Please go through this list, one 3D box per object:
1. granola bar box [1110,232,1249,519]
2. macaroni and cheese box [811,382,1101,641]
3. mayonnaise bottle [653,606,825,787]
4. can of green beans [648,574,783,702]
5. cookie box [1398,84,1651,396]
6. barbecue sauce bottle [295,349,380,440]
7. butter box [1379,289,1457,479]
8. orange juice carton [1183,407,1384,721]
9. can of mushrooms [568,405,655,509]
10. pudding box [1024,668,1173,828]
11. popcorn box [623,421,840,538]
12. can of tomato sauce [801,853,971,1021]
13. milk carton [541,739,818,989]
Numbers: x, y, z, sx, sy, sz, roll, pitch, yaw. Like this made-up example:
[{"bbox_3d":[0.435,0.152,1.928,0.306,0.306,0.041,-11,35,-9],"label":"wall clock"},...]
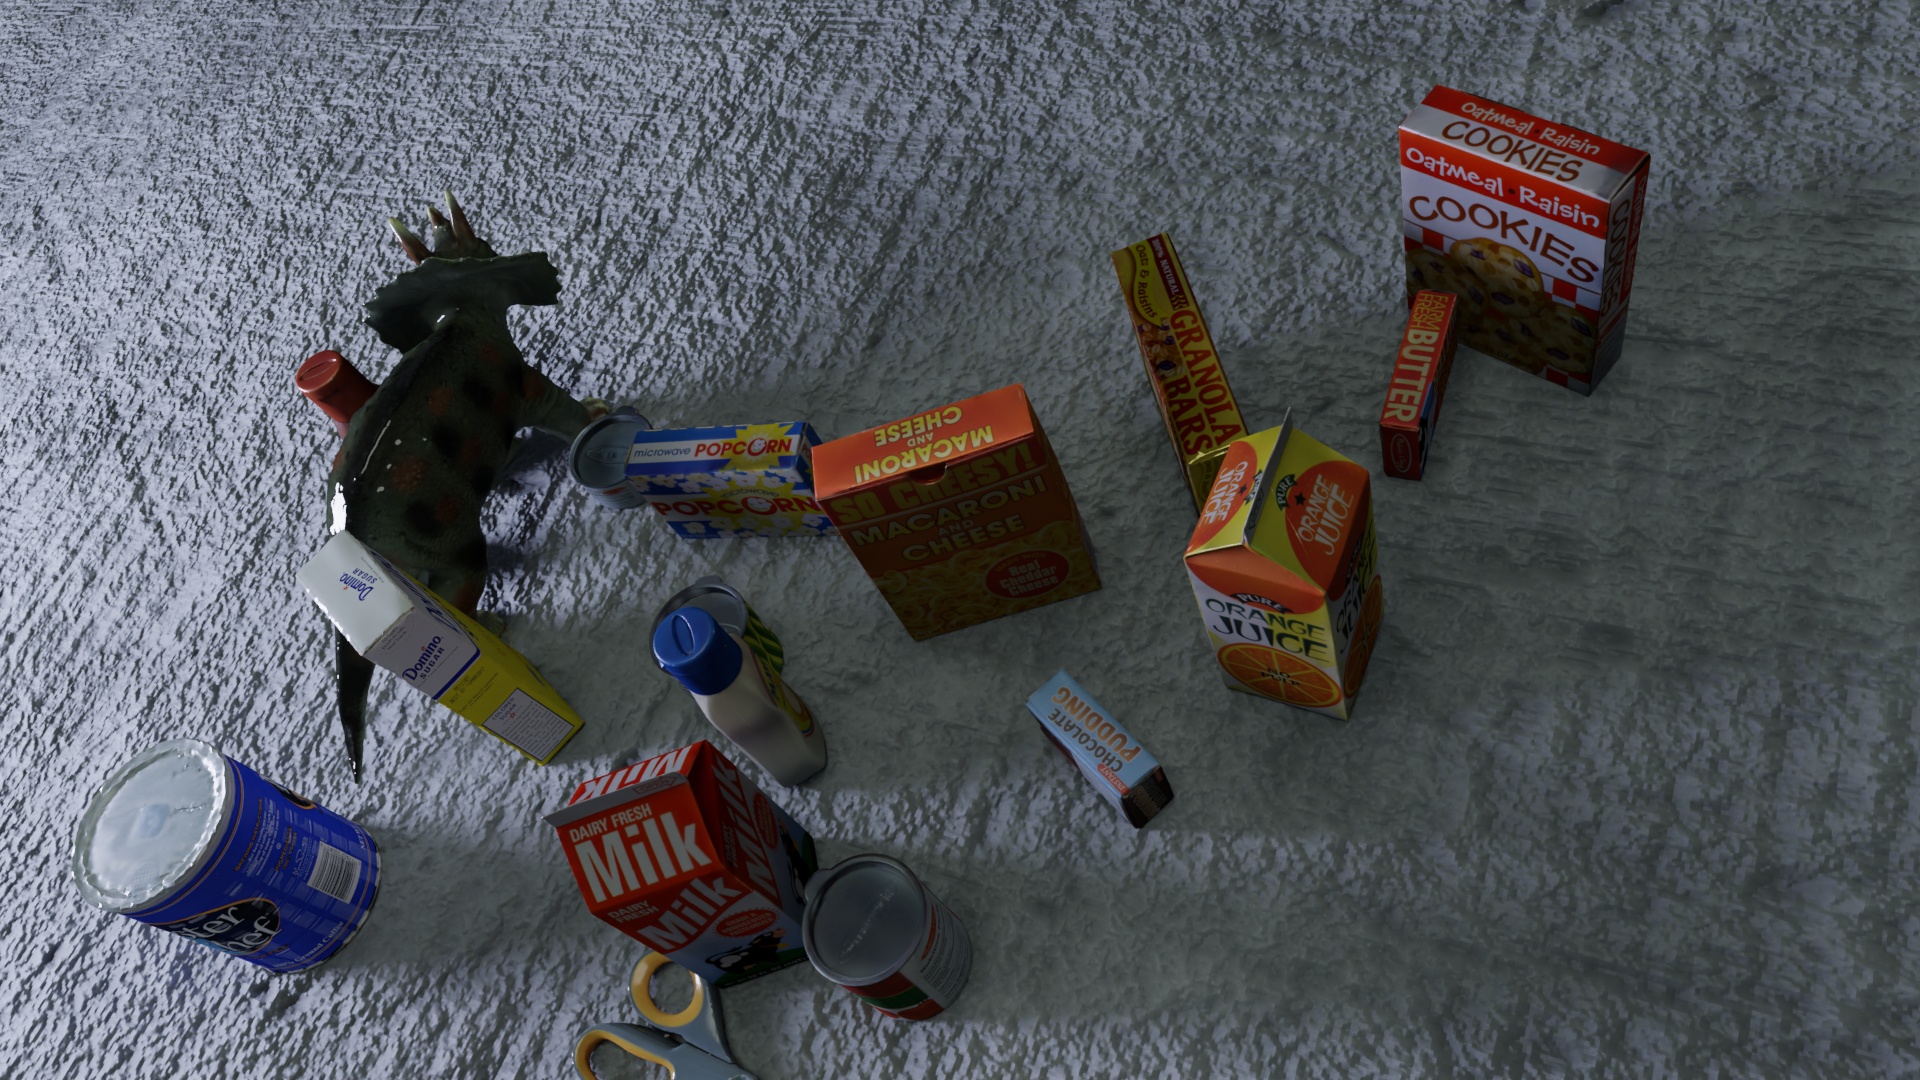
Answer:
[{"bbox_3d":[0.138,-0.081,0.820,0.039,0.123,0.166,-19,55,8],"label":"granola bar box"},{"bbox_3d":[0.003,-0.010,0.798,0.124,0.165,0.040,-17,55,9],"label":"macaroni and cheese box"},{"bbox_3d":[-0.125,0.087,0.793,0.041,0.147,0.065,-29,54,1],"label":"mayonnaise bottle"},{"bbox_3d":[-0.152,0.068,0.870,0.071,0.057,0.071,-9,57,14],"label":"can of green beans"},{"bbox_3d":[0.314,-0.168,0.786,0.123,0.166,0.040,33,75,33],"label":"cookie box"},{"bbox_3d":[-0.414,-0.079,1.001,0.065,0.148,0.044,-25,54,3],"label":"barbecue sauce bottle"},{"bbox_3d":[0.273,-0.093,0.824,0.024,0.053,0.104,11,63,25],"label":"butter box"},{"bbox_3d":[0.167,0.014,0.708,0.073,0.192,0.072,14,65,27],"label":"orange juice carton"},{"bbox_3d":[-0.243,-0.059,0.998,0.071,0.033,0.071,-9,57,14],"label":"can of mushrooms"},{"bbox_3d":[0.076,0.114,0.765,0.030,0.049,0.084,-41,55,-8],"label":"pudding box"},{"bbox_3d":[-0.146,-0.038,0.919,0.126,0.085,0.038,-1,59,19],"label":"popcorn box"},{"bbox_3d":[-0.038,0.208,0.725,0.071,0.082,0.071,-9,57,14],"label":"can of tomato sauce"},{"bbox_3d":[-0.137,0.165,0.721,0.072,0.189,0.074,-21,55,7],"label":"milk carton"}]
